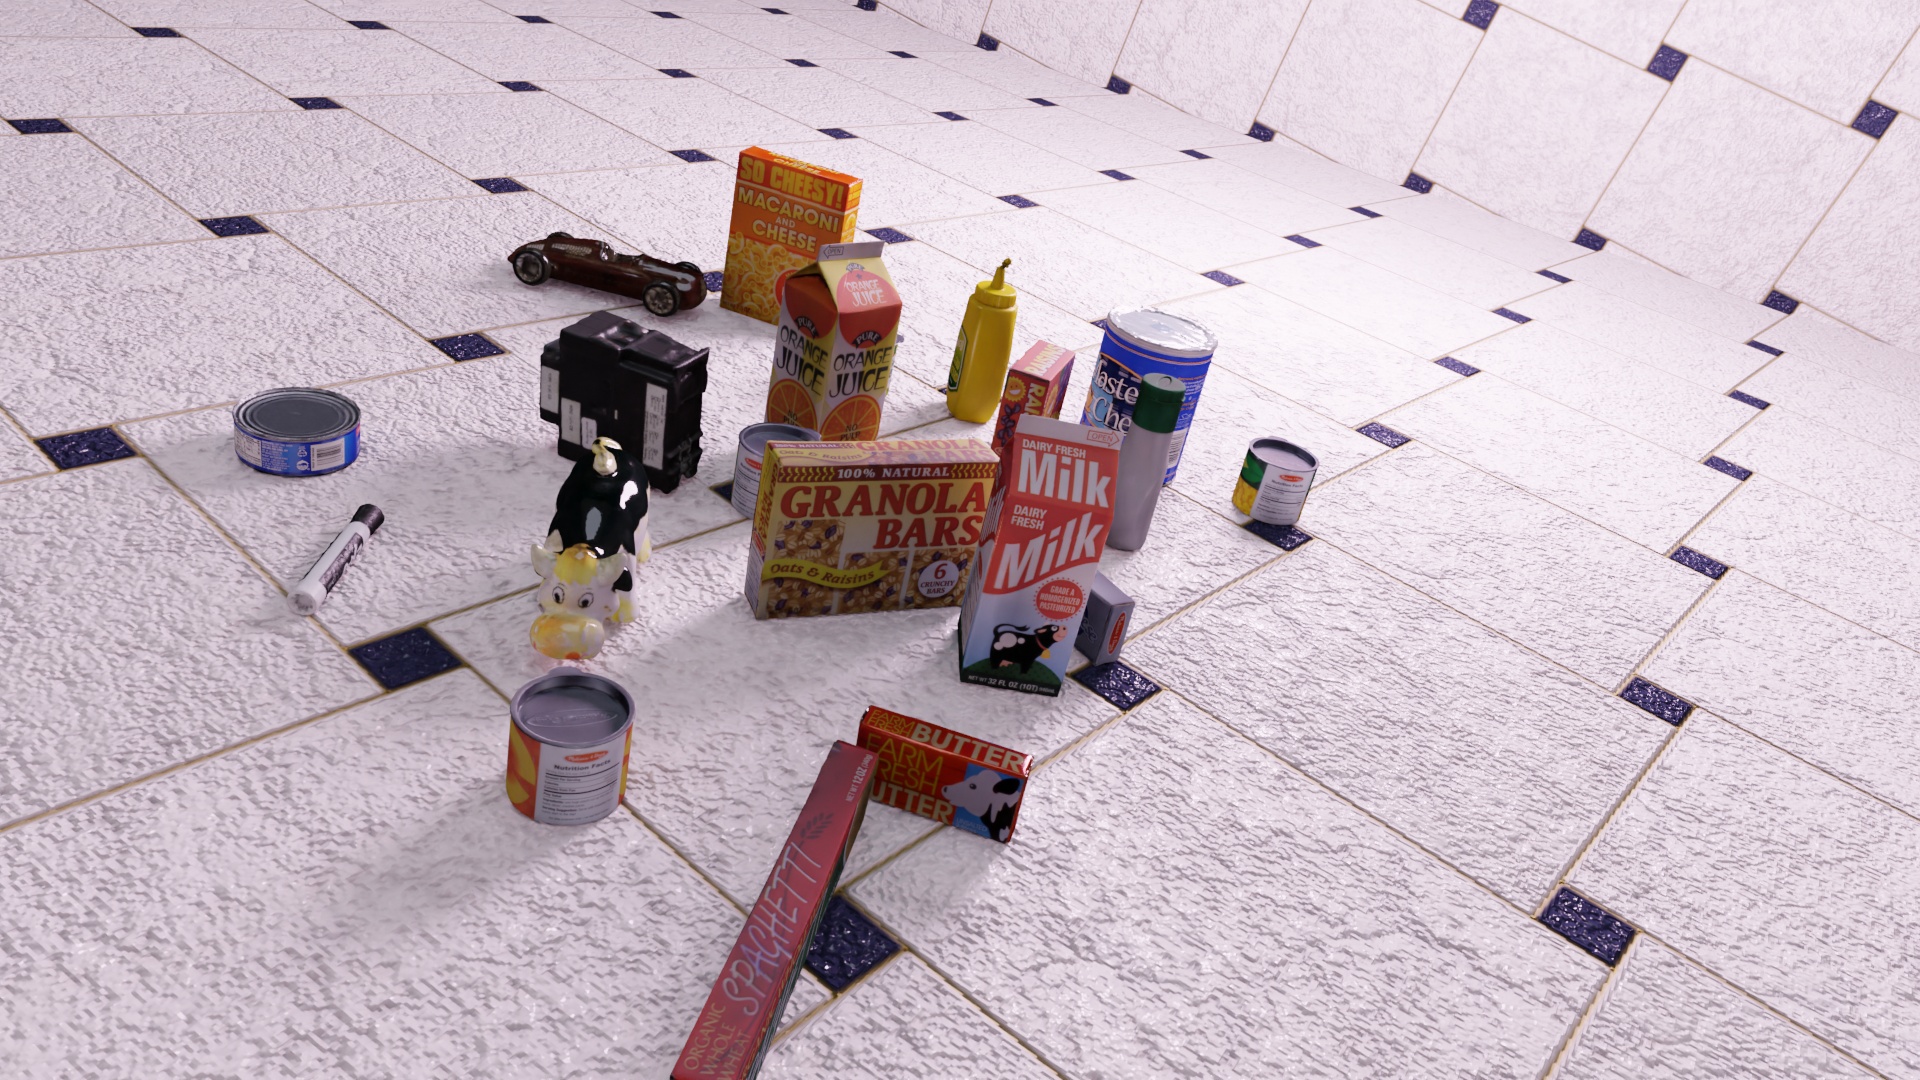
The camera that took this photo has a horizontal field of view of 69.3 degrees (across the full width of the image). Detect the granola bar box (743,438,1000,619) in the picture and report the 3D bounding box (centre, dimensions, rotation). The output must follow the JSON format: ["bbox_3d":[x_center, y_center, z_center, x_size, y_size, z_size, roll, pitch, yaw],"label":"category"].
[{"bbox_3d":[-0.063,-0.010,0.982,0.166,0.123,0.039,-2,32,-26],"label":"granola bar box"}]

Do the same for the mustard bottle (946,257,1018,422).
[{"bbox_3d":[0.023,-0.192,1.304,0.049,0.159,0.065,5,30,-15],"label":"mustard bottle"}]

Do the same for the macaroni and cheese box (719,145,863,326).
[{"bbox_3d":[-0.173,-0.301,1.410,0.124,0.165,0.040,19,29,11],"label":"macaroni and cheese box"}]

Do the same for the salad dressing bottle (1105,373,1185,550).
[{"bbox_3d":[0.149,-0.064,1.143,0.044,0.147,0.064,21,29,14],"label":"salad dressing bottle"}]

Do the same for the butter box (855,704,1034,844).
[{"bbox_3d":[-0.013,0.137,0.816,0.103,0.052,0.024,17,29,7],"label":"butter box"}]

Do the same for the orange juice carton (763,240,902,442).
[{"bbox_3d":[-0.105,-0.157,1.156,0.072,0.191,0.073,-16,40,-42],"label":"orange juice carton"}]

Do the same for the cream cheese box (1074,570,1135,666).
[{"bbox_3d":[0.083,0.041,1.025,0.024,0.053,0.104,-9,35,-34],"label":"cream cheese box"}]

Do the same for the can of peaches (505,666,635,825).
[{"bbox_3d":[-0.216,0.113,0.769,0.071,0.057,0.071,10,29,-6],"label":"can of peaches"}]

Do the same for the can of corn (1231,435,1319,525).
[{"bbox_3d":[0.289,-0.056,1.279,0.071,0.058,0.071,10,29,-6],"label":"can of corn"}]

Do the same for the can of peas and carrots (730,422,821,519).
[{"bbox_3d":[-0.143,-0.054,1.094,0.071,0.058,0.071,10,29,-6],"label":"can of peas and carrots"}]

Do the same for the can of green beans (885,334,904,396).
[{"bbox_3d":[-0.096,-0.172,1.325,0.071,0.057,0.071,10,29,-6],"label":"can of green beans"}]

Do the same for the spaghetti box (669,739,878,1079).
[{"bbox_3d":[-0.088,0.192,0.690,0.029,0.050,0.251,16,29,5],"label":"spaghetti box"}]

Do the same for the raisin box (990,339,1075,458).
[{"bbox_3d":[0.058,-0.100,1.194,0.040,0.122,0.086,20,29,12],"label":"raisin box"}]

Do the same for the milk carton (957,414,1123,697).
[{"bbox_3d":[0.052,0.005,0.935,0.072,0.189,0.074,9,29,-7],"label":"milk carton"}]
